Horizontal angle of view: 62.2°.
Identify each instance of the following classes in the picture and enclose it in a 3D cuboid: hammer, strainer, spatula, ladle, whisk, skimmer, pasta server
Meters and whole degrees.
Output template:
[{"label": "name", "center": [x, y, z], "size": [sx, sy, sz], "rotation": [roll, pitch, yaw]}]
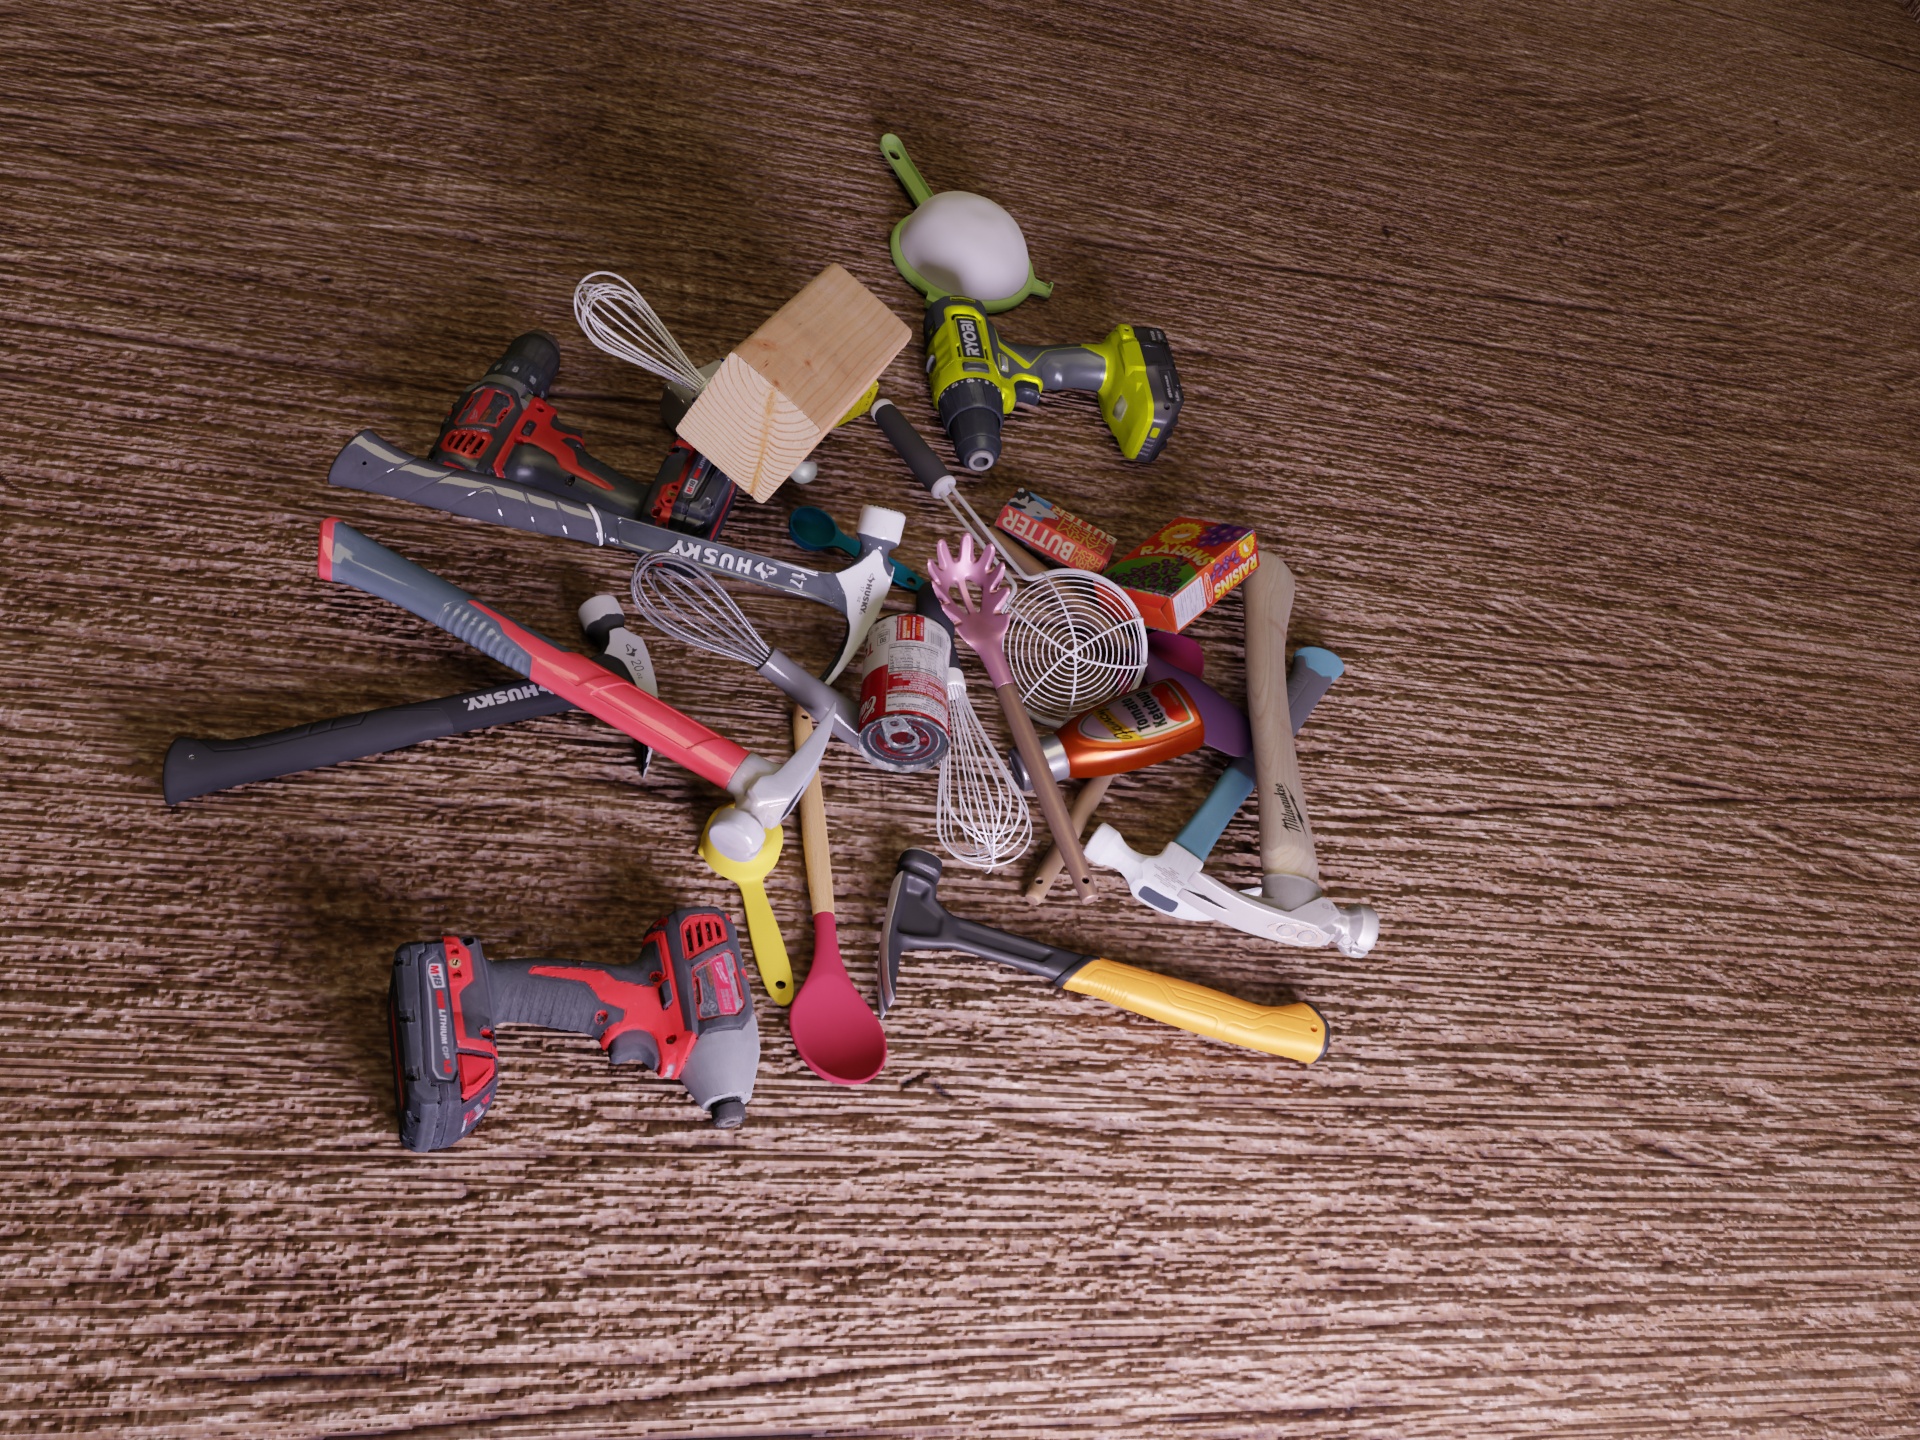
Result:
[{"label": "hammer", "center": [0.231, 0.039, 1.296], "size": [0.128, 0.033, 0.331], "rotation": [36, 51, 9]}, {"label": "strainer", "center": [-0.013, -0.521, 1.598], "size": [0.151, 0.069, 0.257], "rotation": [-15, 63, -29]}, {"label": "spatula", "center": [0.122, -0.074, 1.330], "size": [0.316, 0.018, 0.060], "rotation": [42, 49, 20]}, {"label": "ladle", "center": [-0.100, 0.115, 1.121], "size": [0.069, 0.031, 0.316], "rotation": [11, 49, -27]}, {"label": "hammer", "center": [-0.369, 0.005, 1.097], "size": [0.334, 0.035, 0.146], "rotation": [-15, 61, -29]}, {"label": "whisk", "center": [-0.215, -0.276, 1.297], "size": [0.246, 0.059, 0.058], "rotation": [39, 26, -3]}, {"label": "hammer", "center": [-0.250, -0.134, 1.171], "size": [0.408, 0.036, 0.149], "rotation": [14, 93, -16]}, {"label": "hammer", "center": [-0.277, -0.047, 1.123], "size": [0.386, 0.038, 0.143], "rotation": [29, 49, 4]}, {"label": "skimmer", "center": [0.024, -0.146, 1.348], "size": [0.127, 0.090, 0.364], "rotation": [-37, 55, 3]}, {"label": "hammer", "center": [0.105, 0.192, 1.134], "size": [0.336, 0.034, 0.127], "rotation": [17, 50, -8]}, {"label": "pasta server", "center": [0.044, -0.006, 1.205], "size": [0.060, 0.040, 0.316], "rotation": [-15, 62, -11]}, {"label": "whisk", "center": [-0.143, -0.043, 1.170], "size": [0.238, 0.055, 0.055], "rotation": [38, 47, -20]}, {"label": "whisk", "center": [-0.003, -0.004, 1.228], "size": [0.070, 0.070, 0.285], "rotation": [2, 49, -19]}, {"label": "hammer", "center": [0.240, 0.002, 1.271], "size": [0.146, 0.038, 0.411], "rotation": [16, 44, -11]}]

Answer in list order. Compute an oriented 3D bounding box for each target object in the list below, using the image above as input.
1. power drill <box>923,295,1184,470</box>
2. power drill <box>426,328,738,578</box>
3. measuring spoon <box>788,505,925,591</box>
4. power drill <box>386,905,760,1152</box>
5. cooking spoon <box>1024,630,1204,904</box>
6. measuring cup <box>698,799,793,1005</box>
[{"label": "power drill", "center": [0.083, -0.301, 1.468], "size": [0.228, 0.080, 0.191], "rotation": [2, 54, -16]}, {"label": "power drill", "center": [-0.290, -0.221, 1.272], "size": [0.226, 0.080, 0.188], "rotation": [18, 50, -3]}, {"label": "measuring spoon", "center": [-0.087, -0.135, 1.322], "size": [0.128, 0.021, 0.042], "rotation": [28, 49, -10]}, {"label": "power drill", "center": [-0.233, 0.194, 0.984], "size": [0.219, 0.078, 0.143], "rotation": [-3, 56, -25]}, {"label": "cooking spoon", "center": [0.121, 0.030, 1.271], "size": [0.069, 0.017, 0.319], "rotation": [21, 49, 15]}, {"label": "measuring cup", "center": [-0.138, 0.122, 1.098], "size": [0.062, 0.029, 0.157], "rotation": [-6, 56, -24]}]
